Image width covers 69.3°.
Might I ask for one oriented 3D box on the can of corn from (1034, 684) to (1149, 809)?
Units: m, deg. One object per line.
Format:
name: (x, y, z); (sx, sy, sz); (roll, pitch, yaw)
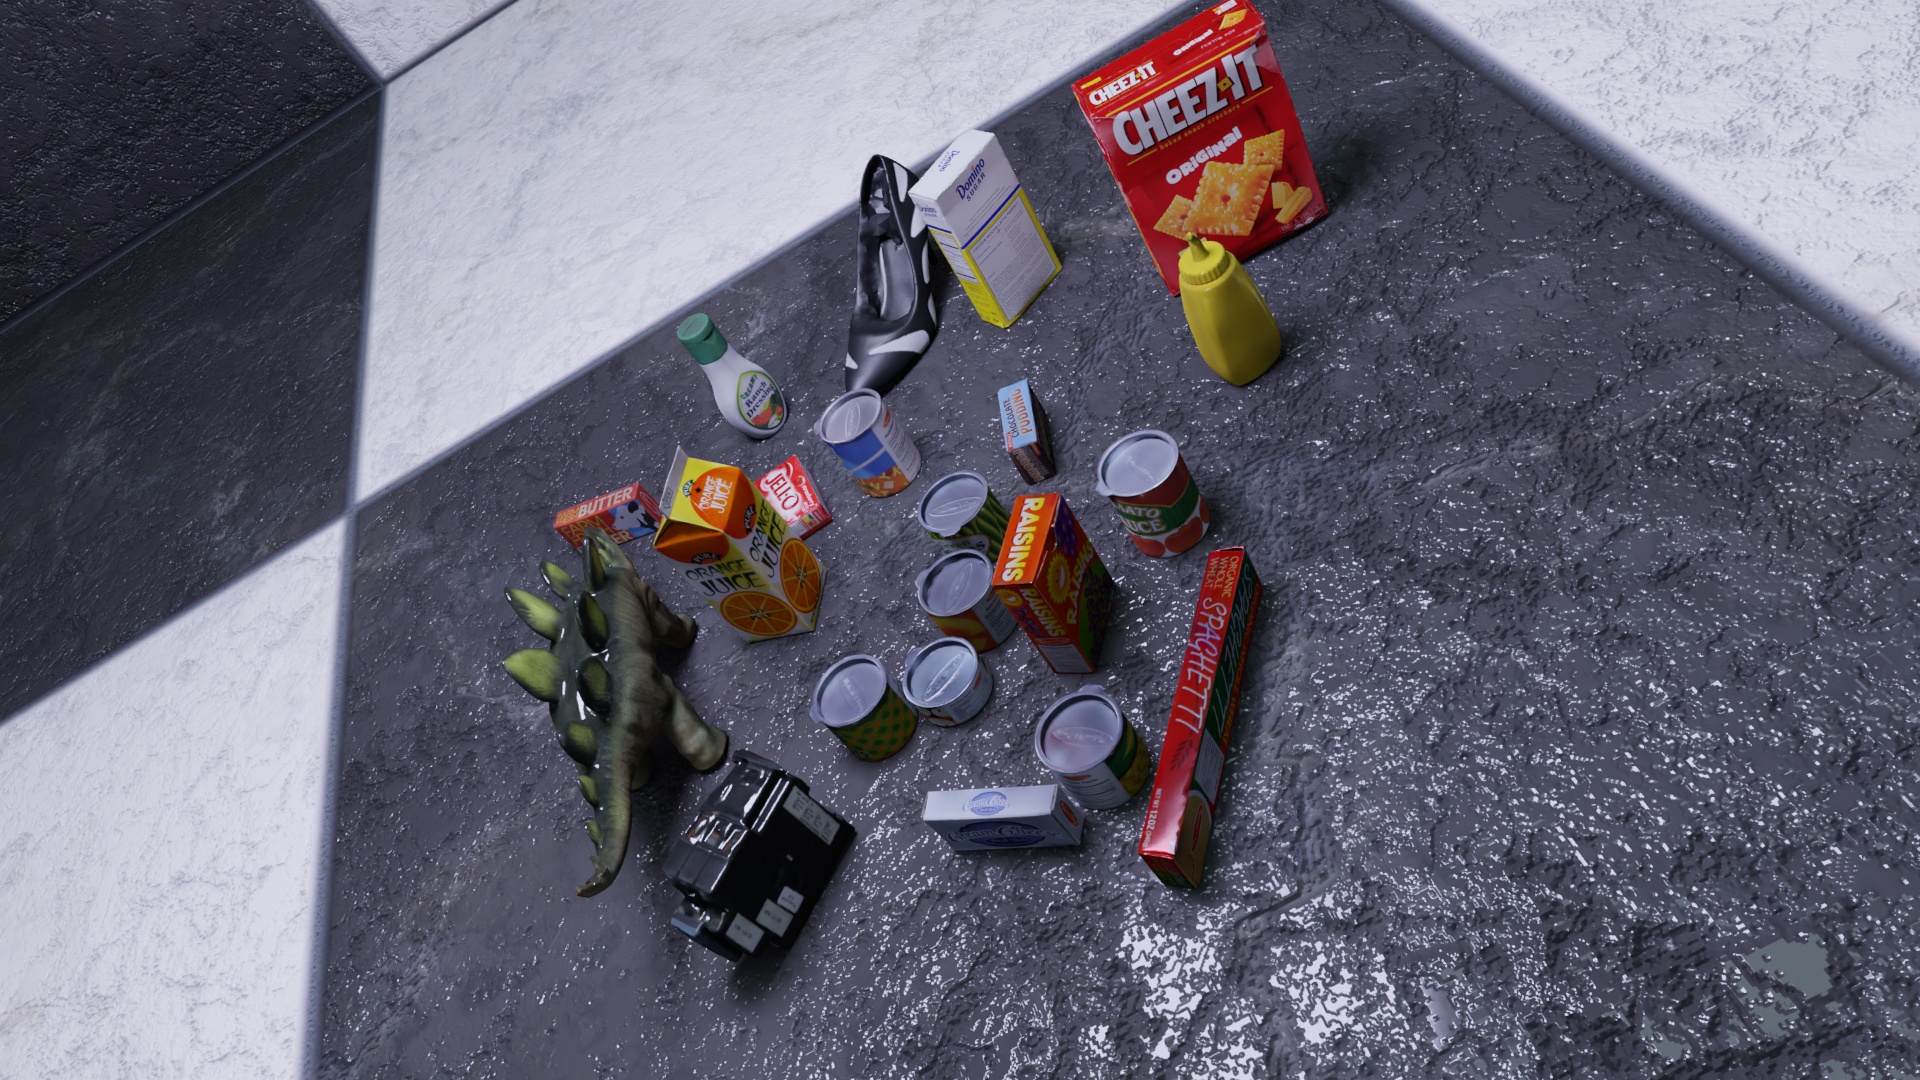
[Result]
can of corn: (0.096, 0.148, 0.990); (0.071, 0.058, 0.071); (-17, 46, 19)

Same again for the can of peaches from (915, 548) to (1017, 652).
can of peaches: (0.006, 0.050, 1.133); (0.071, 0.058, 0.071); (-17, 46, 19)

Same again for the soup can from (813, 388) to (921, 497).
soup can: (-0.086, -0.089, 1.293); (0.071, 0.083, 0.072); (-17, 46, 19)

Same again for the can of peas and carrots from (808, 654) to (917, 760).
can of peas and carrots: (-0.077, 0.136, 1.108); (0.071, 0.058, 0.071); (-17, 46, 19)

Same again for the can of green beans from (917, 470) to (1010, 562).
can of green beans: (0.005, -0.017, 1.192); (0.071, 0.057, 0.071); (-17, 46, 19)

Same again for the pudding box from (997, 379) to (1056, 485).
pudding box: (0.059, -0.097, 1.235); (0.030, 0.049, 0.084); (-21, 45, 16)

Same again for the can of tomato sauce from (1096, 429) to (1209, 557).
can of tomato sauce: (0.152, -0.035, 1.097); (0.071, 0.082, 0.071); (-17, 46, 19)

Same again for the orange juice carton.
orange juice carton: (-0.198, 0.004, 1.201); (0.073, 0.192, 0.072); (-12, 48, 24)

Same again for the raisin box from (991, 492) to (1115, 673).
raisin box: (0.073, 0.034, 1.056); (0.040, 0.123, 0.086); (-3, 52, 30)

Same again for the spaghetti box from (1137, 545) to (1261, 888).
spaghetti box: (0.172, 0.118, 0.975); (0.028, 0.050, 0.251); (-2, 52, 31)

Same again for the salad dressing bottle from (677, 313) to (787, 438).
salad dressing bottle: (-0.231, -0.166, 1.404); (0.044, 0.147, 0.064); (15, 62, 40)

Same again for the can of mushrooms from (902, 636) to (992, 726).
can of mushrooms: (-0.011, 0.111, 1.107); (0.071, 0.033, 0.071); (-17, 46, 19)

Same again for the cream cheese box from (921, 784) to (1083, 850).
cream cheese box: (0.030, 0.198, 0.990); (0.103, 0.053, 0.024); (-8, 49, 26)

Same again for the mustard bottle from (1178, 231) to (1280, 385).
mustard bottle: (0.215, -0.199, 1.146); (0.065, 0.159, 0.049); (-37, 43, -2)

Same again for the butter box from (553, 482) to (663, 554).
butter box: (-0.360, -0.021, 1.426); (0.103, 0.053, 0.024); (-18, 46, 18)
